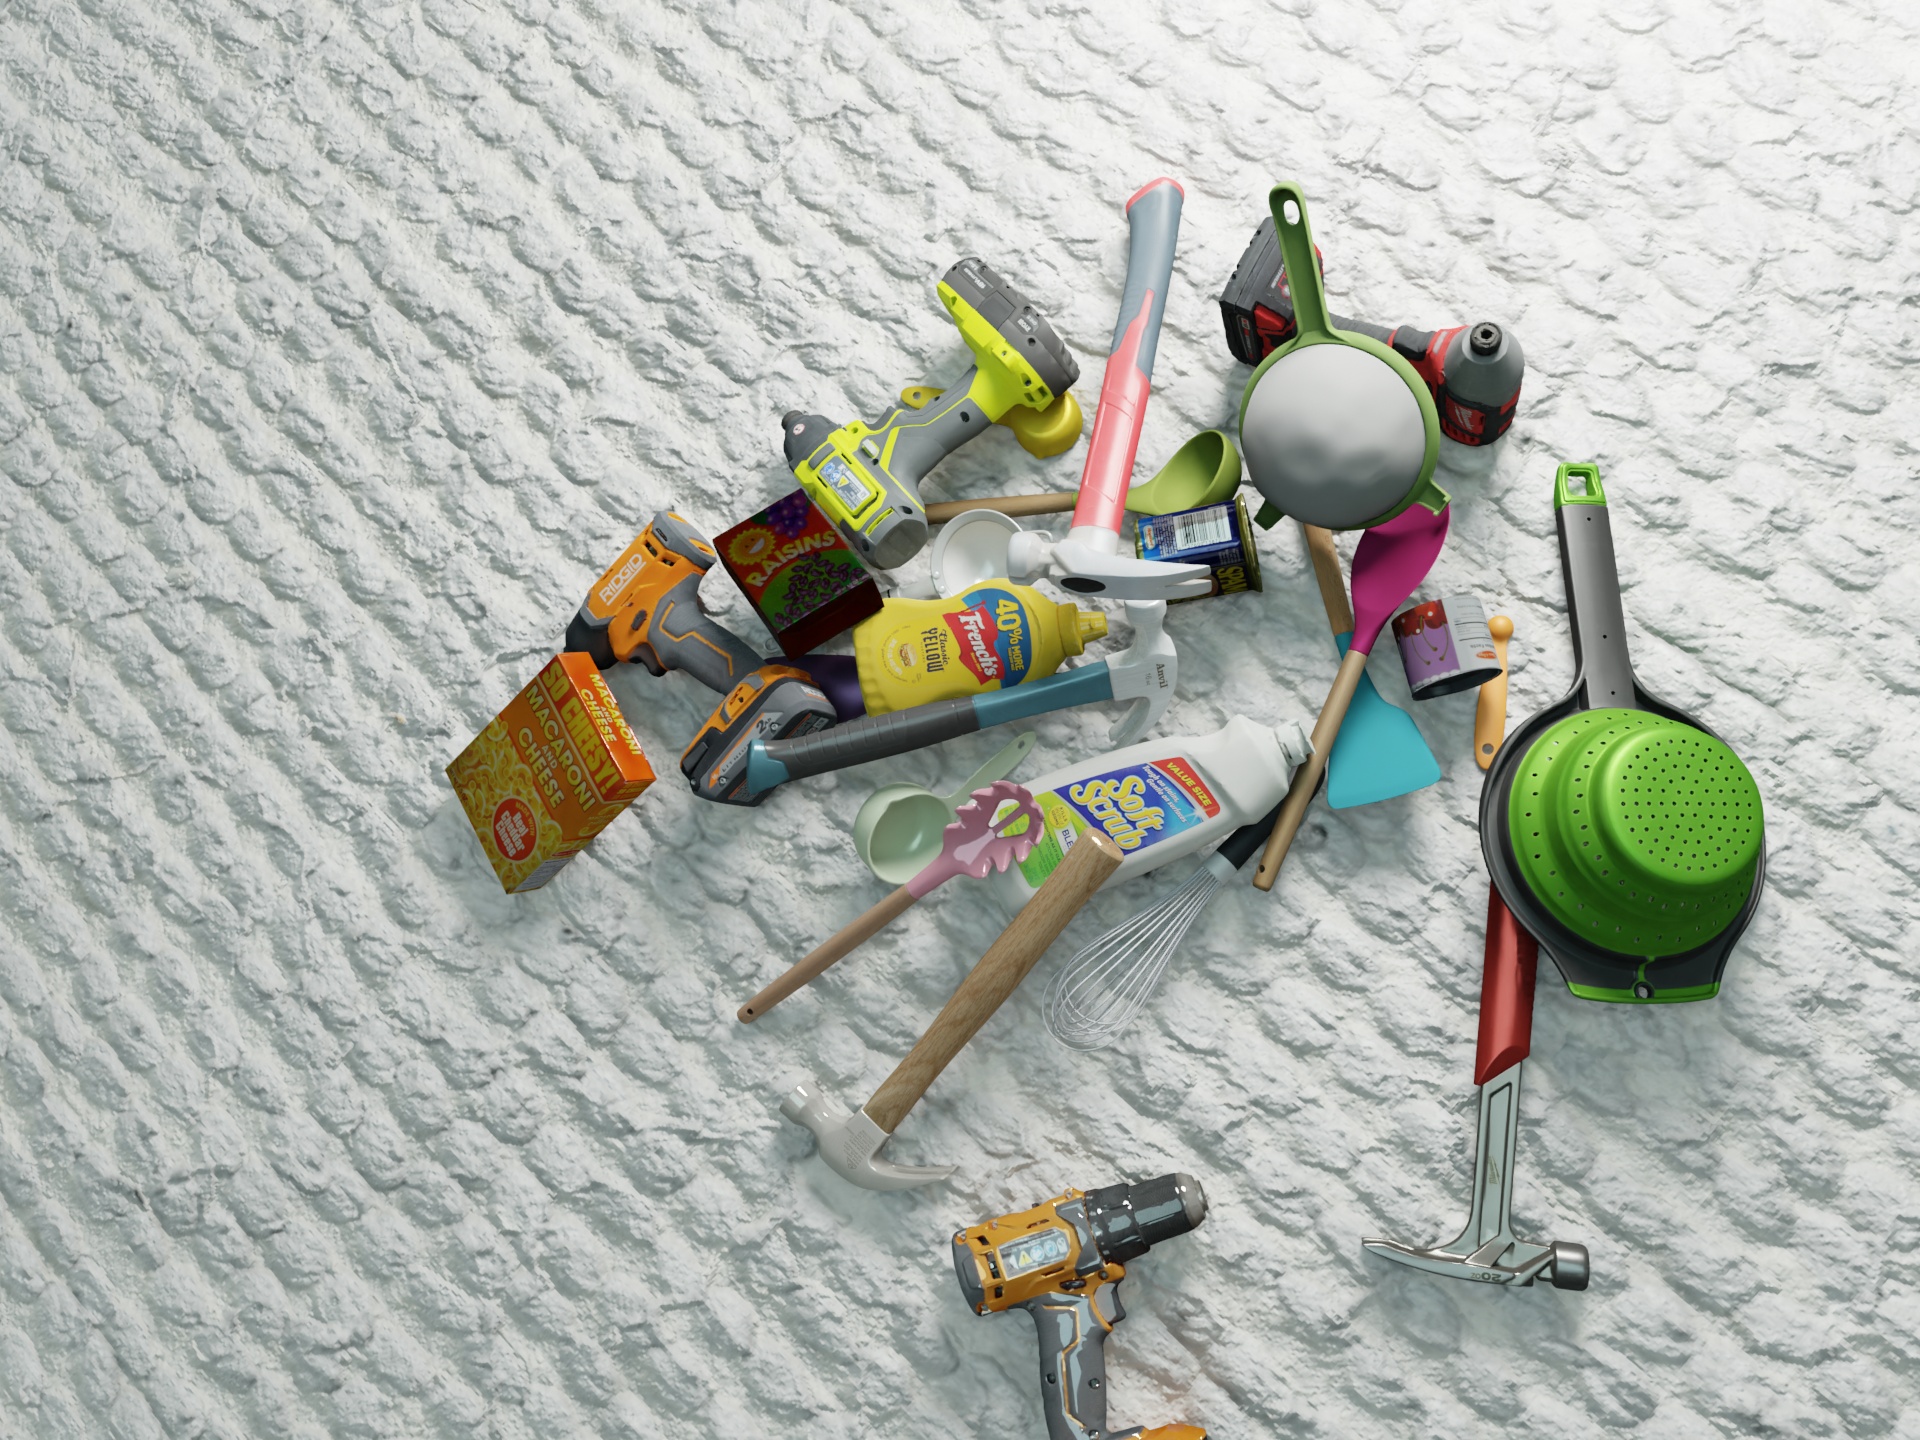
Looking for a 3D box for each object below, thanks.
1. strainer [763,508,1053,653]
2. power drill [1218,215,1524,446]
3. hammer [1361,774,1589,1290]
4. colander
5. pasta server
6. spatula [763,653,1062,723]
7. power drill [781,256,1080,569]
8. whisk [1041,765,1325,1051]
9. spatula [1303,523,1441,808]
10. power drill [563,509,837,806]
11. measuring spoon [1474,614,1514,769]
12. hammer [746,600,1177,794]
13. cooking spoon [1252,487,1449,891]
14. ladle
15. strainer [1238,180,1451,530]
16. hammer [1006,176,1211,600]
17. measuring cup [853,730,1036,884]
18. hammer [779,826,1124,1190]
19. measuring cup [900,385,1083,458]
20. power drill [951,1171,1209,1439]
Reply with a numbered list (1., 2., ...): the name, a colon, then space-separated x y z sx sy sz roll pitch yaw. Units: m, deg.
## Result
1. strainer: -0.042 -0.101 1.267 0.258 0.050 0.087 -19 89 14
2. power drill: 0.308 -0.283 1.172 0.220 0.143 0.078 28 87 18
3. hammer: 0.373 0.207 1.118 0.149 0.036 0.359 5 81 13
4. colander: 0.462 -0.011 1.090 0.204 0.094 0.397 1 73 -4
5. pasta server: -0.058 0.143 1.180 0.316 0.040 0.060 -38 84 22
6. spatula: -0.011 -0.026 1.256 0.316 0.018 0.060 -1 80 14
7. power drill: -0.032 -0.248 1.254 0.223 0.080 0.171 -43 59 5
8. whisk: 0.169 0.132 1.170 0.284 0.070 0.070 -45 74 -3
9. spatula: 0.281 -0.091 1.191 0.082 0.044 0.318 -17 75 21
10. power drill: -0.221 -0.037 1.271 0.164 0.084 0.227 -45 69 11
11. measuring spoon: 0.392 -0.022 1.169 0.021 0.011 0.117 7 81 14
12. hammer: -0.002 -0.004 1.175 0.331 0.128 0.033 -14 37 2
13. cooking spoon: 0.278 -0.025 1.152 0.069 0.017 0.319 21 86 47
14. ladle: 0.061 -0.179 1.251 0.320 0.062 0.078 -3 52 15
15. strainer: 0.243 -0.242 1.113 0.151 0.069 0.256 0 118 37
16. hammer: 0.141 -0.259 1.193 0.143 0.038 0.387 7 62 14
17. measuring cup: -0.012 0.056 1.227 0.167 0.083 0.038 -39 36 -16
18. hammer: 0.008 0.213 1.160 0.130 0.031 0.331 41 105 12
19. measuring cup: 0.022 -0.254 1.286 0.156 0.029 0.062 14 82 14
20. power drill: 0.111 0.439 1.111 0.185 0.084 0.226 -21 71 6
